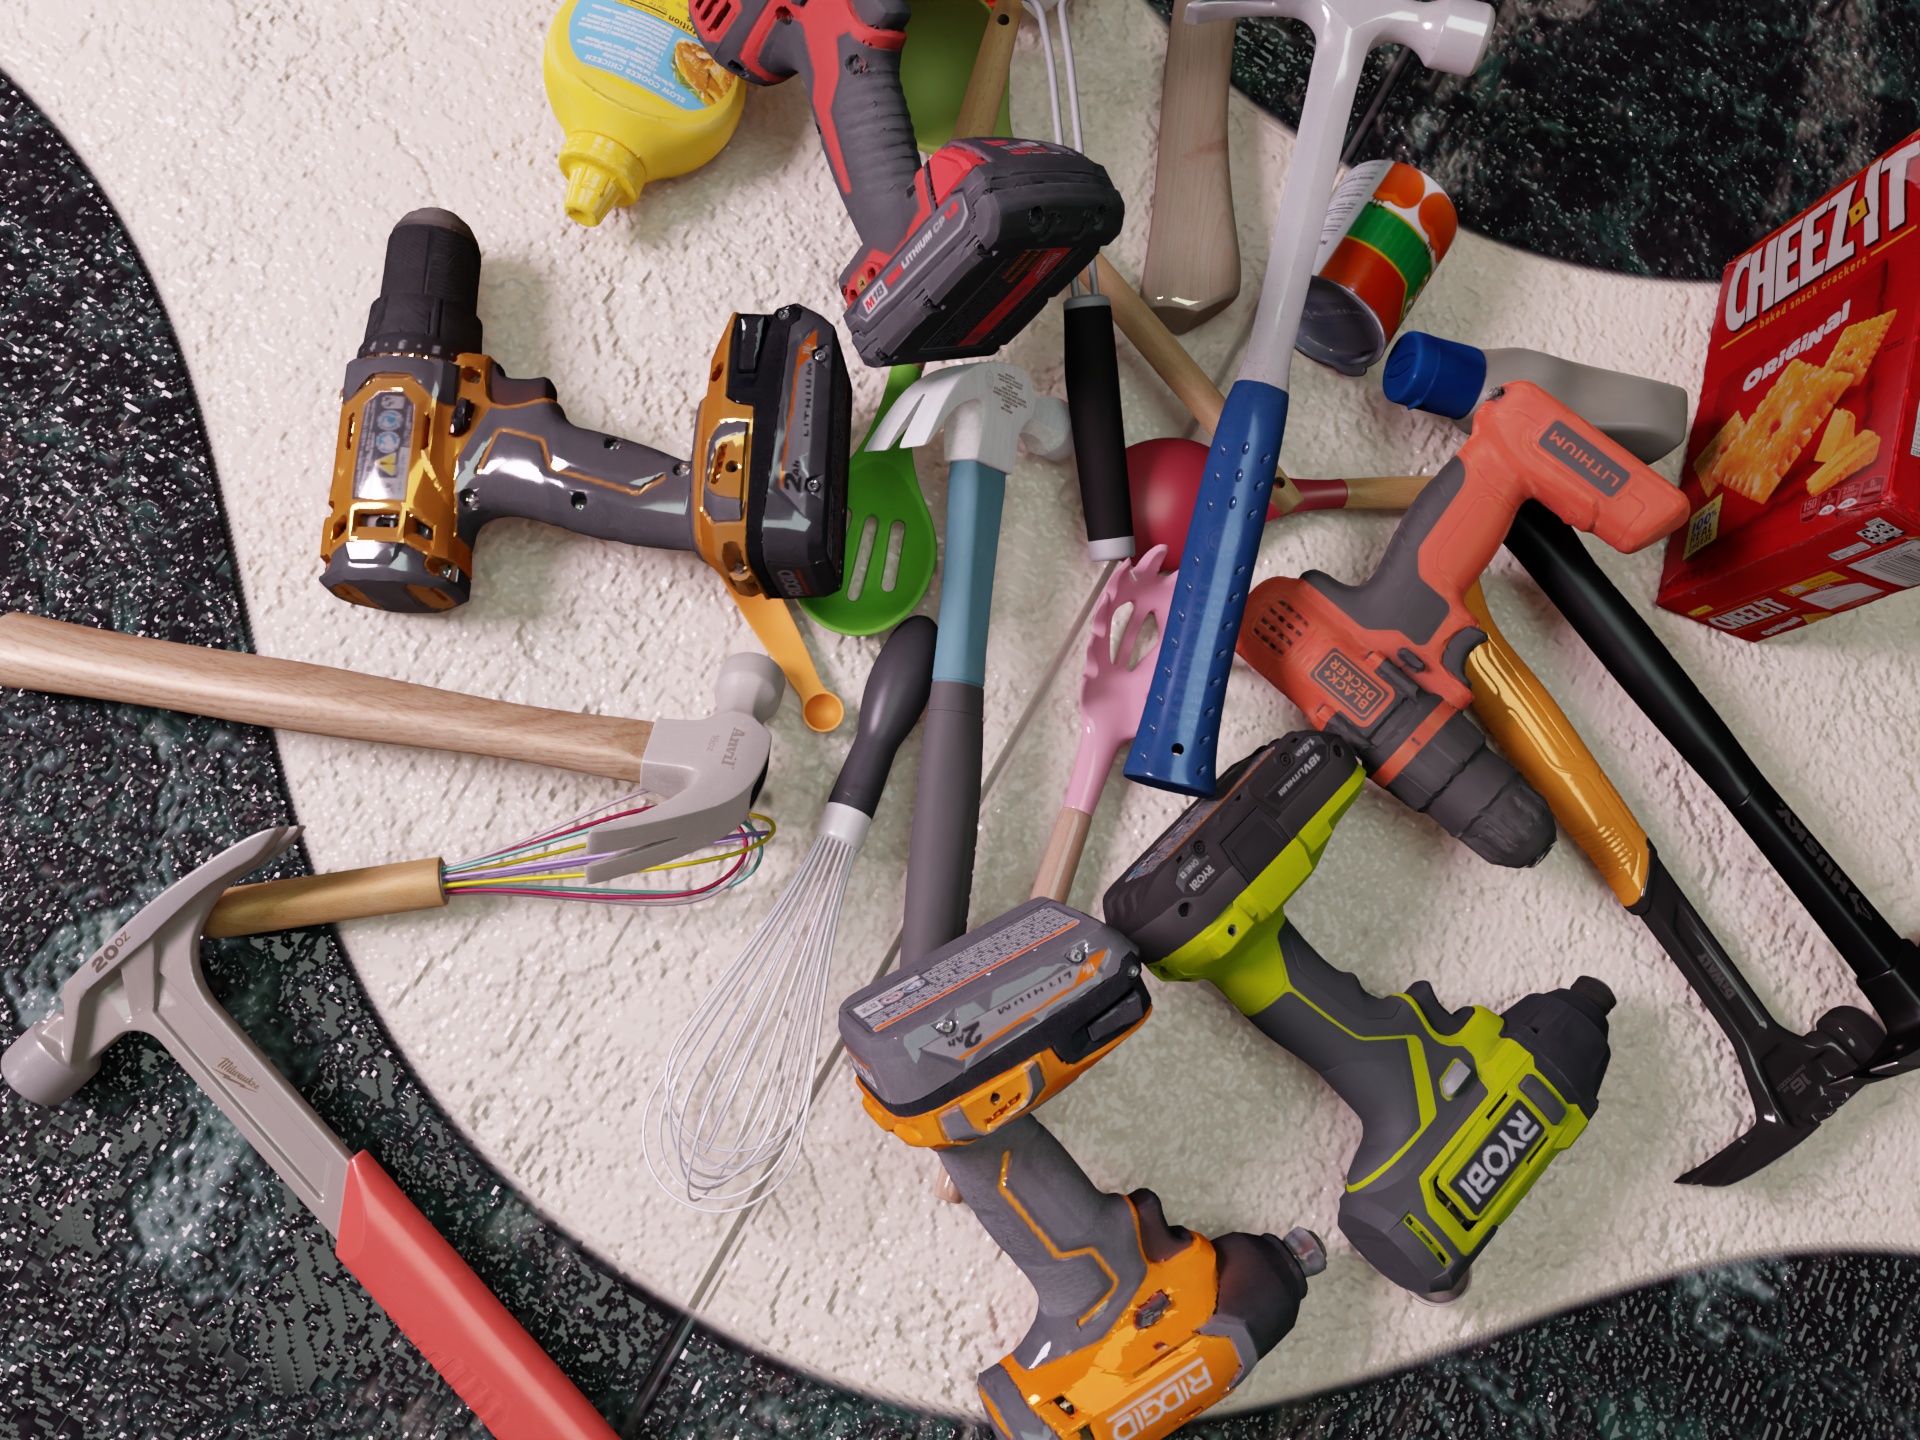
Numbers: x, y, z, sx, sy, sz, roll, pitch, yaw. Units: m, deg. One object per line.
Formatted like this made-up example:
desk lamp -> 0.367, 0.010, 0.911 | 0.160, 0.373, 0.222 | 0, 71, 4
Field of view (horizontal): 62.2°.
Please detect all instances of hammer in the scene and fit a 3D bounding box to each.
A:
hammer -> 0.137, -0.166, 0.743 | 0.144, 0.035, 0.405 | 14, 82, 2
hammer -> -0.001, -0.002, 0.721 | 0.128, 0.033, 0.331 | 14, 79, -52
hammer -> -0.247, -0.003, 0.680 | 0.331, 0.031, 0.130 | 9, 40, -2
hammer -> 0.315, 0.061, 0.786 | 0.127, 0.034, 0.337 | -33, 85, -16
hammer -> 0.372, 0.025, 0.780 | 0.146, 0.035, 0.335 | -31, 81, -42
hammer -> -0.216, 0.217, 0.646 | 0.149, 0.036, 0.359 | -42, 90, 0
hammer -> 0.126, -0.403, 0.849 | 0.146, 0.038, 0.411 | 10, 77, -6

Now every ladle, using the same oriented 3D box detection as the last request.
ladle -> 0.063, -0.229, 0.778 | 0.078, 0.062, 0.320 | -38, 83, -3
ladle -> 0.218, -0.114, 0.811 | 0.315, 0.031, 0.069 | -3, 79, -12

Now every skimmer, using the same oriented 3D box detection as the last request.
skimmer -> 0.058, -0.253, 0.714 | 0.127, 0.090, 0.363 | -8, 97, -13

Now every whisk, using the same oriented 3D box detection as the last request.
whisk -> -0.202, 0.066, 0.694 | 0.245, 0.051, 0.047 | -8, 49, -7
whisk -> -0.063, 0.077, 0.707 | 0.070, 0.070, 0.285 | 23, 71, -5

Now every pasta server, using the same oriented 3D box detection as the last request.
pasta server -> 0.048, 0.067, 0.735 | 0.060, 0.040, 0.316 | 23, 76, -14

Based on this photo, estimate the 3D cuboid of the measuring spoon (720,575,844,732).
measuring spoon -> -0.089, -0.045, 0.750 | 0.021, 0.011, 0.117 | -29, 81, -13

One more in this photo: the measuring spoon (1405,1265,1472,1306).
measuring spoon -> 0.247, 0.225, 0.751 | 0.034, 0.018, 0.124 | 38, 67, 18

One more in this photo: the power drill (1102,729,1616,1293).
power drill -> 0.189, 0.120, 0.729 | 0.171, 0.080, 0.223 | -42, 90, -20

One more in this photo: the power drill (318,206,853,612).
power drill -> -0.165, -0.140, 0.710 | 0.226, 0.084, 0.185 | 1, 77, 4

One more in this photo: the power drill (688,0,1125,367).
power drill -> -0.020, -0.285, 0.670 | 0.080, 0.188, 0.227 | -18, 78, -42

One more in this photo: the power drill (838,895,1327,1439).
power drill -> 0.059, 0.193, 0.668 | 0.164, 0.084, 0.226 | -26, 102, -16

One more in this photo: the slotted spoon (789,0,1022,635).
slotted spoon -> -0.016, -0.191, 0.753 | 0.070, 0.031, 0.314 | 15, 89, 0
